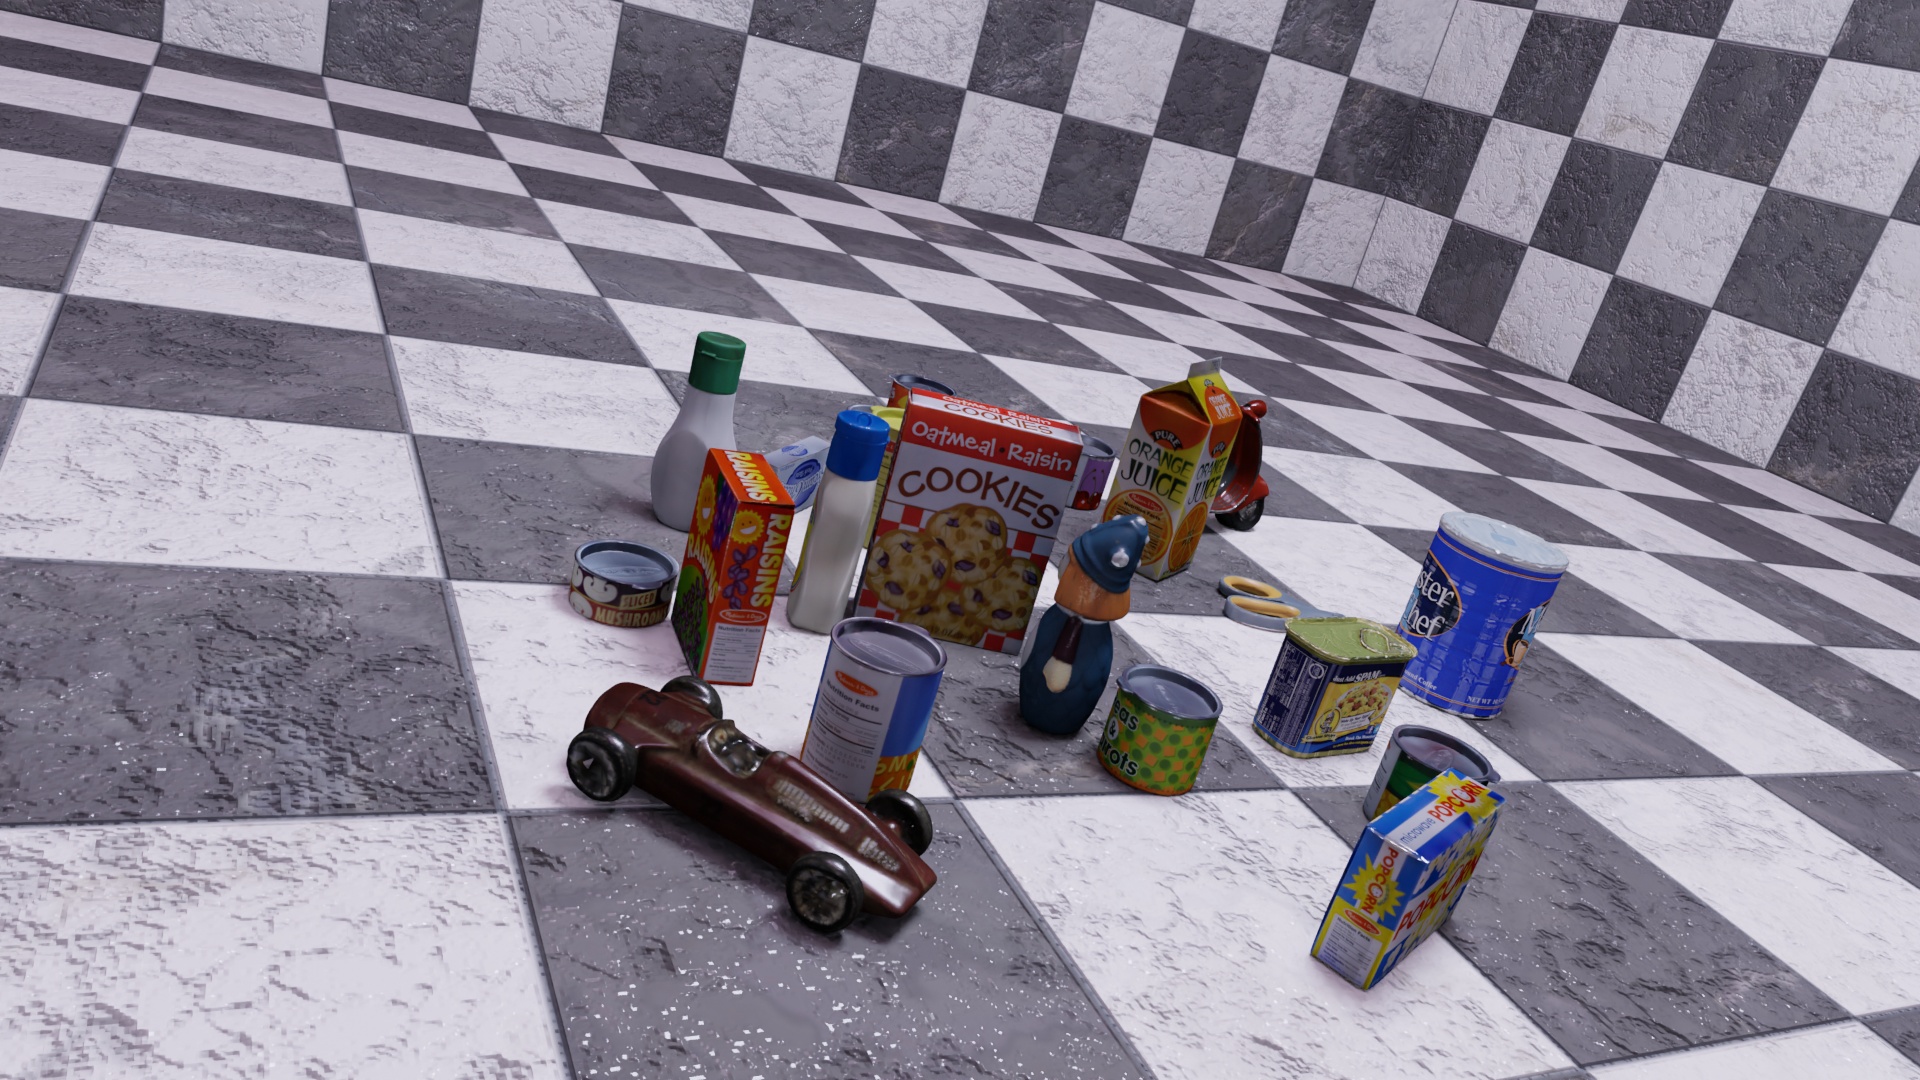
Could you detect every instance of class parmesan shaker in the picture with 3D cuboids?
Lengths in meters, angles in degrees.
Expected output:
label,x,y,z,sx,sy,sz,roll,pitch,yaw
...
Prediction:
label,x,y,z,sx,sy,sz,roll,pitch,yaw
parmesan shaker,-0.053,-0.049,1.120,0.071,0.102,0.071,14,20,-5

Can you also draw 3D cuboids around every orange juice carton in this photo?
label,x,y,z,sx,sy,sz,roll,pitch,yaw
orange juice carton,0.187,-0.069,1.222,0.073,0.192,0.072,26,22,26

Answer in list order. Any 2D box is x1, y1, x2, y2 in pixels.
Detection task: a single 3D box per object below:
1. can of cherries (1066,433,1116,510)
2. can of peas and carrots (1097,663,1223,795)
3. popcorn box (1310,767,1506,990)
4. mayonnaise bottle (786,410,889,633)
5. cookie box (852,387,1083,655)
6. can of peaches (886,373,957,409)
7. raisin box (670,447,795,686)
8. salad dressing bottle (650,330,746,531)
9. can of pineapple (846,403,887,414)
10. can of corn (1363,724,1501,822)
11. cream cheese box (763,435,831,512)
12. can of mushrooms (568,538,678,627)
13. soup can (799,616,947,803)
label,x,y,z,sx,sy,sz,roll,pitch,yaw
can of cherries,0.115,-0.069,1.361,0.071,0.058,0.072,14,20,-5
can of peas and carrots,0.123,0.119,0.879,0.071,0.058,0.071,14,20,-5
popcorn box,0.249,0.184,0.766,0.038,0.085,0.127,29,24,32
mayonnaise bottle,-0.083,-0.014,0.943,0.041,0.147,0.065,13,20,-7
cookie box,0.003,-0.012,0.975,0.123,0.166,0.040,13,20,-9
can of peaches,-0.045,-0.131,1.404,0.071,0.057,0.071,14,20,-5
raisin box,-0.142,0.016,0.859,0.040,0.123,0.086,6,22,-25
salad dressing bottle,-0.192,-0.081,1.037,0.064,0.147,0.044,20,20,12
can of pineapple,-0.079,-0.086,1.262,0.071,0.057,0.071,14,20,-5
can of corn,0.305,0.162,0.902,0.071,0.058,0.071,14,20,-5
cream cheese box,-0.139,-0.049,1.128,0.024,0.053,0.104,21,21,15
can of mushrooms,-0.217,0.028,0.898,0.071,0.033,0.071,14,20,-5
soup can,-0.048,0.094,0.781,0.071,0.083,0.071,14,20,-5
